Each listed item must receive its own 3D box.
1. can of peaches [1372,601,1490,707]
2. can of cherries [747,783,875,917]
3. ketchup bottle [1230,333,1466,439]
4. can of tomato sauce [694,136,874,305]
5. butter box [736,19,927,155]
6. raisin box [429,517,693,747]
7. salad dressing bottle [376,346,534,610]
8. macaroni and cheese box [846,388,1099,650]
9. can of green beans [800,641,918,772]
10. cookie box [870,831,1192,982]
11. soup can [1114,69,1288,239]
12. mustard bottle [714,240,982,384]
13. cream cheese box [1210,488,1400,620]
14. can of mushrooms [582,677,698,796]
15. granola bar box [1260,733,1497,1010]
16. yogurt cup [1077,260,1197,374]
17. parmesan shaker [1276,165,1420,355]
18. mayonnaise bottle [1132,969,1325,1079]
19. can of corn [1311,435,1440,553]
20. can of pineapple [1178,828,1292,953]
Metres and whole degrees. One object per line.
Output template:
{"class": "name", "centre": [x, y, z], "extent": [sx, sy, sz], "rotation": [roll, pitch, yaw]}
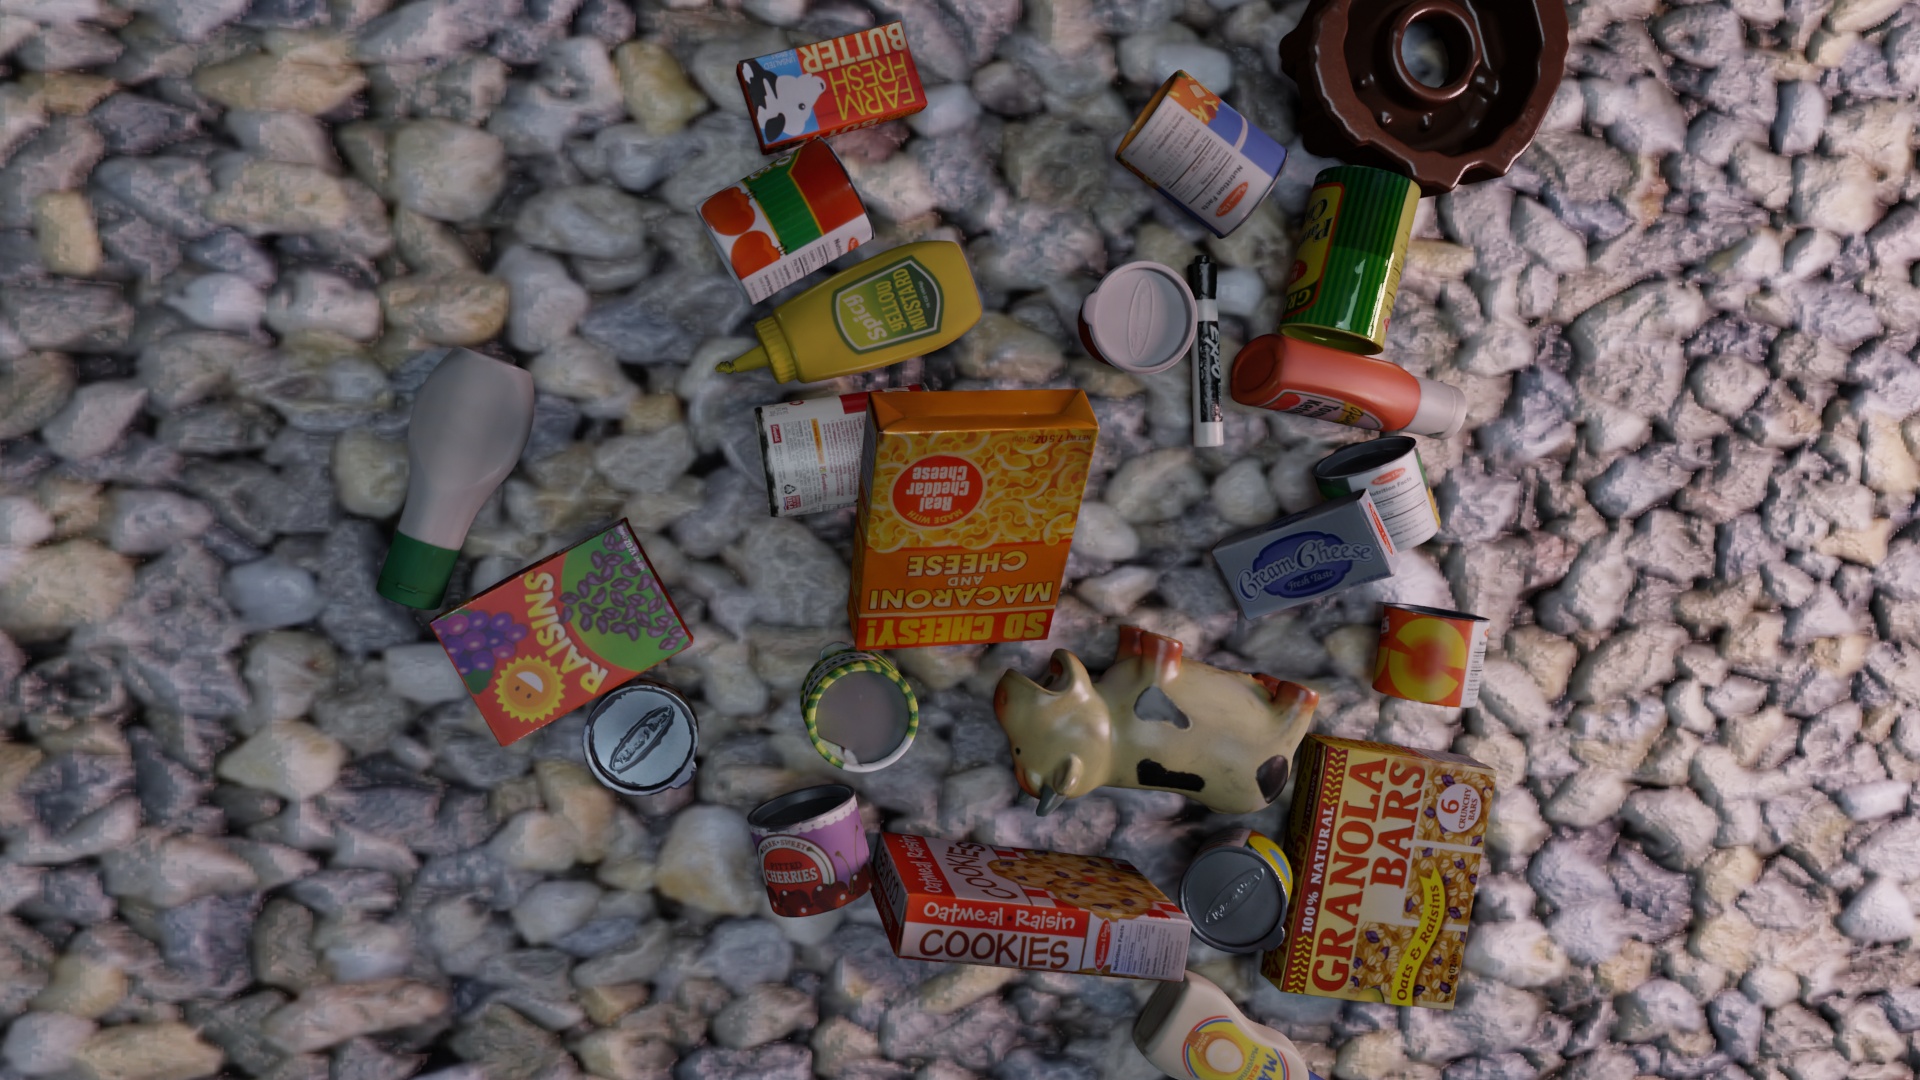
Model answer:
{"class": "can of peaches", "centre": [0.301, 0.073, 0.899], "extent": [0.071, 0.071, 0.058], "rotation": [7, 93, -11]}
{"class": "can of cherries", "centre": [-0.090, 0.186, 0.830], "extent": [0.071, 0.071, 0.058], "rotation": [-14, 98, -9]}
{"class": "ketchup bottle", "centre": [0.250, -0.095, 0.880], "extent": [0.149, 0.064, 0.043], "rotation": [9, 82, -19]}
{"class": "can of tomato sauce", "centre": [-0.103, -0.186, 0.806], "extent": [0.083, 0.071, 0.071], "rotation": [-31, 99, -6]}
{"class": "butter box", "centre": [-0.076, -0.269, 0.826], "extent": [0.104, 0.024, 0.053], "rotation": [-18, 96, -9]}
{"class": "raisin box", "centre": [-0.231, 0.052, 0.812], "extent": [0.123, 0.040, 0.086], "rotation": [-29, 99, -8]}
{"class": "salad dressing bottle", "centre": [-0.291, -0.035, 0.793], "extent": [0.064, 0.044, 0.147], "rotation": [20, 91, -13]}
{"class": "macaroni and cheese box", "centre": [0.003, -0.010, 0.803], "extent": [0.124, 0.040, 0.165], "rotation": [-2, 133, -13]}
{"class": "can of green beans", "centre": [-0.062, 0.101, 0.836], "extent": [0.071, 0.058, 0.071], "rotation": [-1, 94, -10]}
{"class": "cookie box", "centre": [0.036, 0.218, 0.829], "extent": [0.167, 0.123, 0.040], "rotation": [9, 92, -11]}
{"class": "soup can", "centre": [0.147, -0.237, 0.850], "extent": [0.084, 0.071, 0.071], "rotation": [34, 88, -10]}
{"class": "mustard bottle", "centre": [-0.069, -0.127, 0.824], "extent": [0.160, 0.049, 0.065], "rotation": [-23, 96, -8]}
{"class": "cream cheese box", "centre": [0.215, 0.010, 0.868], "extent": [0.103, 0.024, 0.053], "rotation": [-22, 101, 34]}
{"class": "can of mushrooms", "centre": [-0.188, 0.118, 0.827], "extent": [0.071, 0.033, 0.071], "rotation": [-1, 93, -11]}
{"class": "granola bar box", "centre": [0.276, 0.219, 0.916], "extent": [0.124, 0.039, 0.165], "rotation": [9, 92, -11]}
{"class": "yogurt cup", "centre": [0.105, -0.135, 0.853], "extent": [0.072, 0.054, 0.072], "rotation": [-1, 94, -10]}
{"class": "parmesan shaker", "centre": [0.243, -0.174, 0.870], "extent": [0.071, 0.071, 0.103], "rotation": [14, 88, -11]}
{"class": "mayonnaise bottle", "centre": [0.188, 0.342, 0.907], "extent": [0.148, 0.041, 0.065], "rotation": [34, 86, -10]}
{"class": "can of corn", "centre": [0.264, -0.028, 0.884], "extent": [0.071, 0.071, 0.058], "rotation": [-23, 104, -8]}
{"class": "can of pineapple", "centre": [0.175, 0.221, 0.876], "extent": [0.071, 0.058, 0.071], "rotation": [0, 91, 18]}
